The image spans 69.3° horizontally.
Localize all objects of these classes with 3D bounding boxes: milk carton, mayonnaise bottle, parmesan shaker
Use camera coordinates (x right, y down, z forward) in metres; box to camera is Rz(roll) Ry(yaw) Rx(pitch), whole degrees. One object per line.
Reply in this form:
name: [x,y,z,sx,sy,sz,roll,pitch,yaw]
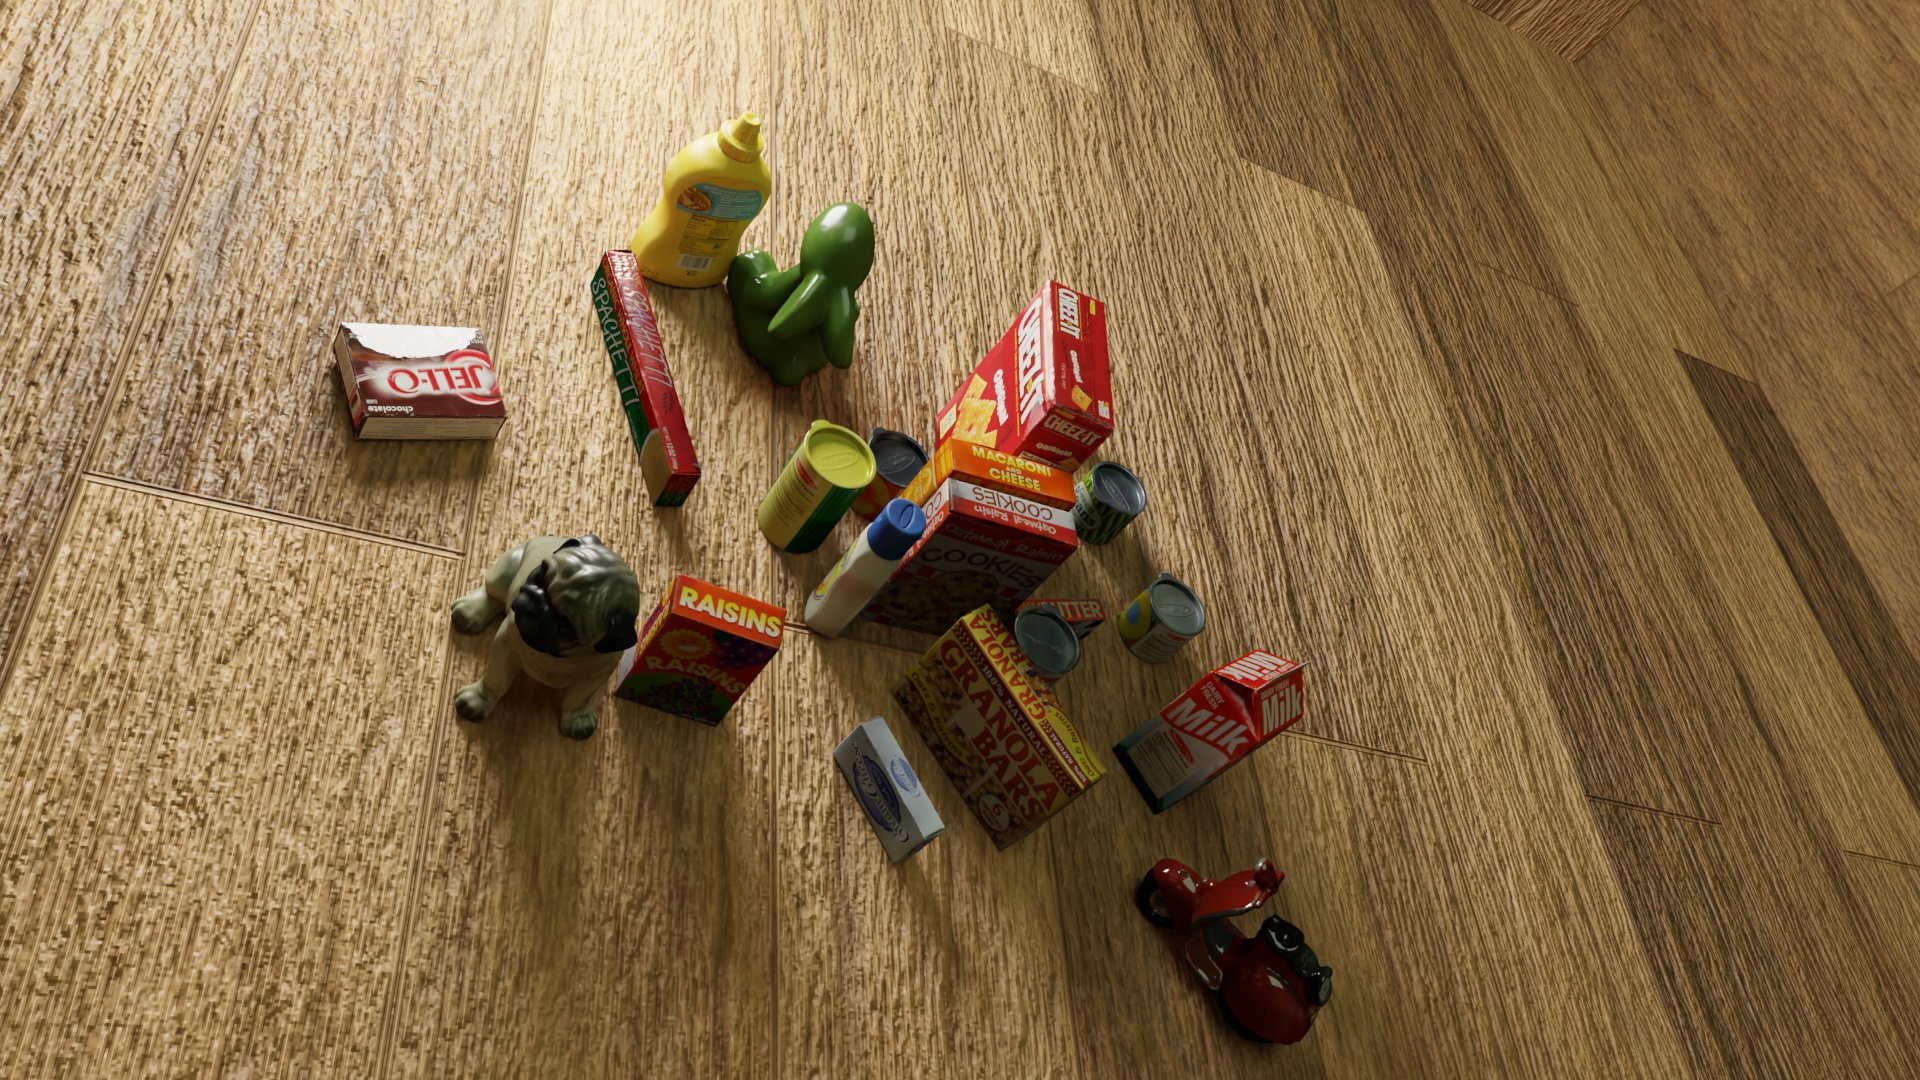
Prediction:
milk carton: [0.226,0.159,1.213,0.072,0.189,0.073,-18,68,-43]
mayonnaise bottle: [-0.078,0.020,1.140,0.041,0.147,0.065,31,44,-11]
parmesan shaker: [-0.126,-0.045,1.191,0.071,0.102,0.072,19,48,-22]

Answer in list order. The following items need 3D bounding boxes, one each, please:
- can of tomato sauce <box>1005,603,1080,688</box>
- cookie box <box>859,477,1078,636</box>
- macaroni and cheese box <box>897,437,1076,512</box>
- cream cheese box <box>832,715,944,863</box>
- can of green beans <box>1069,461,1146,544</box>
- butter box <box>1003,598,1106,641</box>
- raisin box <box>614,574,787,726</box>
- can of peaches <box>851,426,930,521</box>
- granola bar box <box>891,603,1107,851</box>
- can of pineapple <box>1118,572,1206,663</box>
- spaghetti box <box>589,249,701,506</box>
can of tomato sauce: [0.055,0.104,1.214,0.071,0.082,0.071,19,48,-22]
cookie box: [0.004,0.023,1.182,0.123,0.166,0.040,15,50,-26]
macaroni and cheese box: [0.004,-0.015,1.213,0.124,0.165,0.040,14,50,-26]
cream cheese box: [-0.057,0.195,1.084,0.024,0.053,0.104,-15,67,-42]
can of green beans: [0.146,-0.038,1.410,0.071,0.057,0.071,19,48,-22]
butter box: [0.078,0.076,1.275,0.104,0.053,0.024,2,56,-34]
raisin box: [-0.193,0.083,1.026,0.086,0.122,0.040,22,47,-20]
can of peaches: [-0.069,-0.060,1.276,0.071,0.057,0.071,19,48,-22]
granola bar box: [0.028,0.153,1.125,0.039,0.123,0.166,-22,71,-44]
can of pineapple: [0.196,0.077,1.354,0.071,0.057,0.071,19,48,-22]
spaghetti box: [-0.275,-0.145,1.203,0.029,0.050,0.251,-1,57,-36]
